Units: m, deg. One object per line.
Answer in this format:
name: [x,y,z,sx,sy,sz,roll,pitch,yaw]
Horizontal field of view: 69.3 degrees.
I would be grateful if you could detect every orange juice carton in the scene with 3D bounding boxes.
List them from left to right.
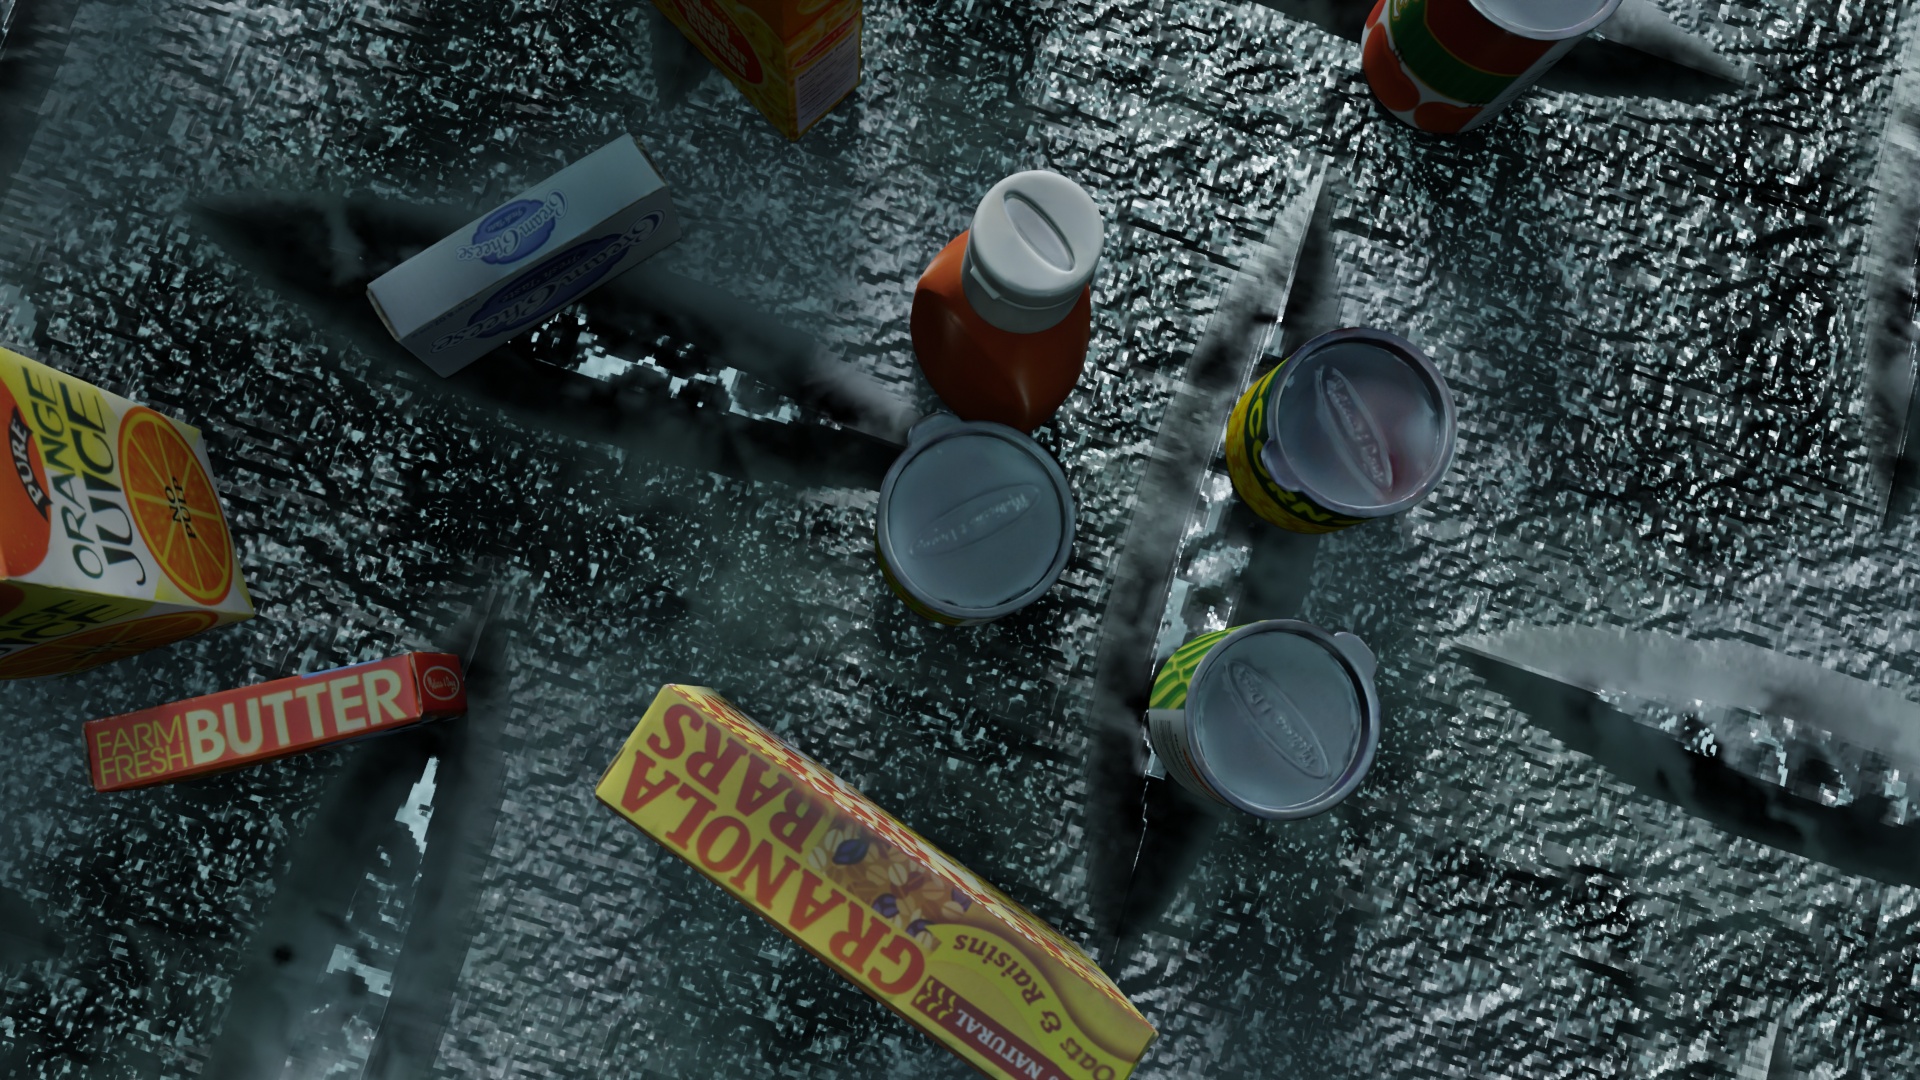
orange juice carton: [-0.283,-0.006,0.391,0.072,0.192,0.073,-18,85,-7]

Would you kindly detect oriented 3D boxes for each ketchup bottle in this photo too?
ketchup bottle: [0.015,-0.074,0.447,0.043,0.148,0.065,-40,88,-8]

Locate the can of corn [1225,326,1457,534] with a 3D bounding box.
can of corn: [0.132,-0.036,0.498,0.071,0.058,0.071,1,83,-5]

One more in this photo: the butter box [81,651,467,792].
butter box: [-0.223,0.059,0.459,0.103,0.053,0.024,-12,85,-6]

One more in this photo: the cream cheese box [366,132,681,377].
cream cheese box: [-0.149,-0.098,0.485,0.104,0.053,0.024,-33,87,-8]

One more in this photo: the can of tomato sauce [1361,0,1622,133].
can of tomato sauce: [0.192,-0.198,0.511,0.071,0.083,0.071,1,83,-5]

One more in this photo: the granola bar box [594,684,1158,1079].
granola bar box: [-0.028,0.108,0.434,0.165,0.124,0.039,35,82,0]

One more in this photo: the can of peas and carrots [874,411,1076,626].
can of peas and carrots: [0.002,-0.006,0.483,0.071,0.058,0.071,1,83,-5]

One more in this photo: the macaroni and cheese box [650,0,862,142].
macaroni and cheese box: [-0.086,-0.214,0.447,0.124,0.166,0.040,45,82,1]

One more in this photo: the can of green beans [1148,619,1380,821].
can of green beans: [0.104,0.062,0.484,0.071,0.057,0.071,1,83,-5]
